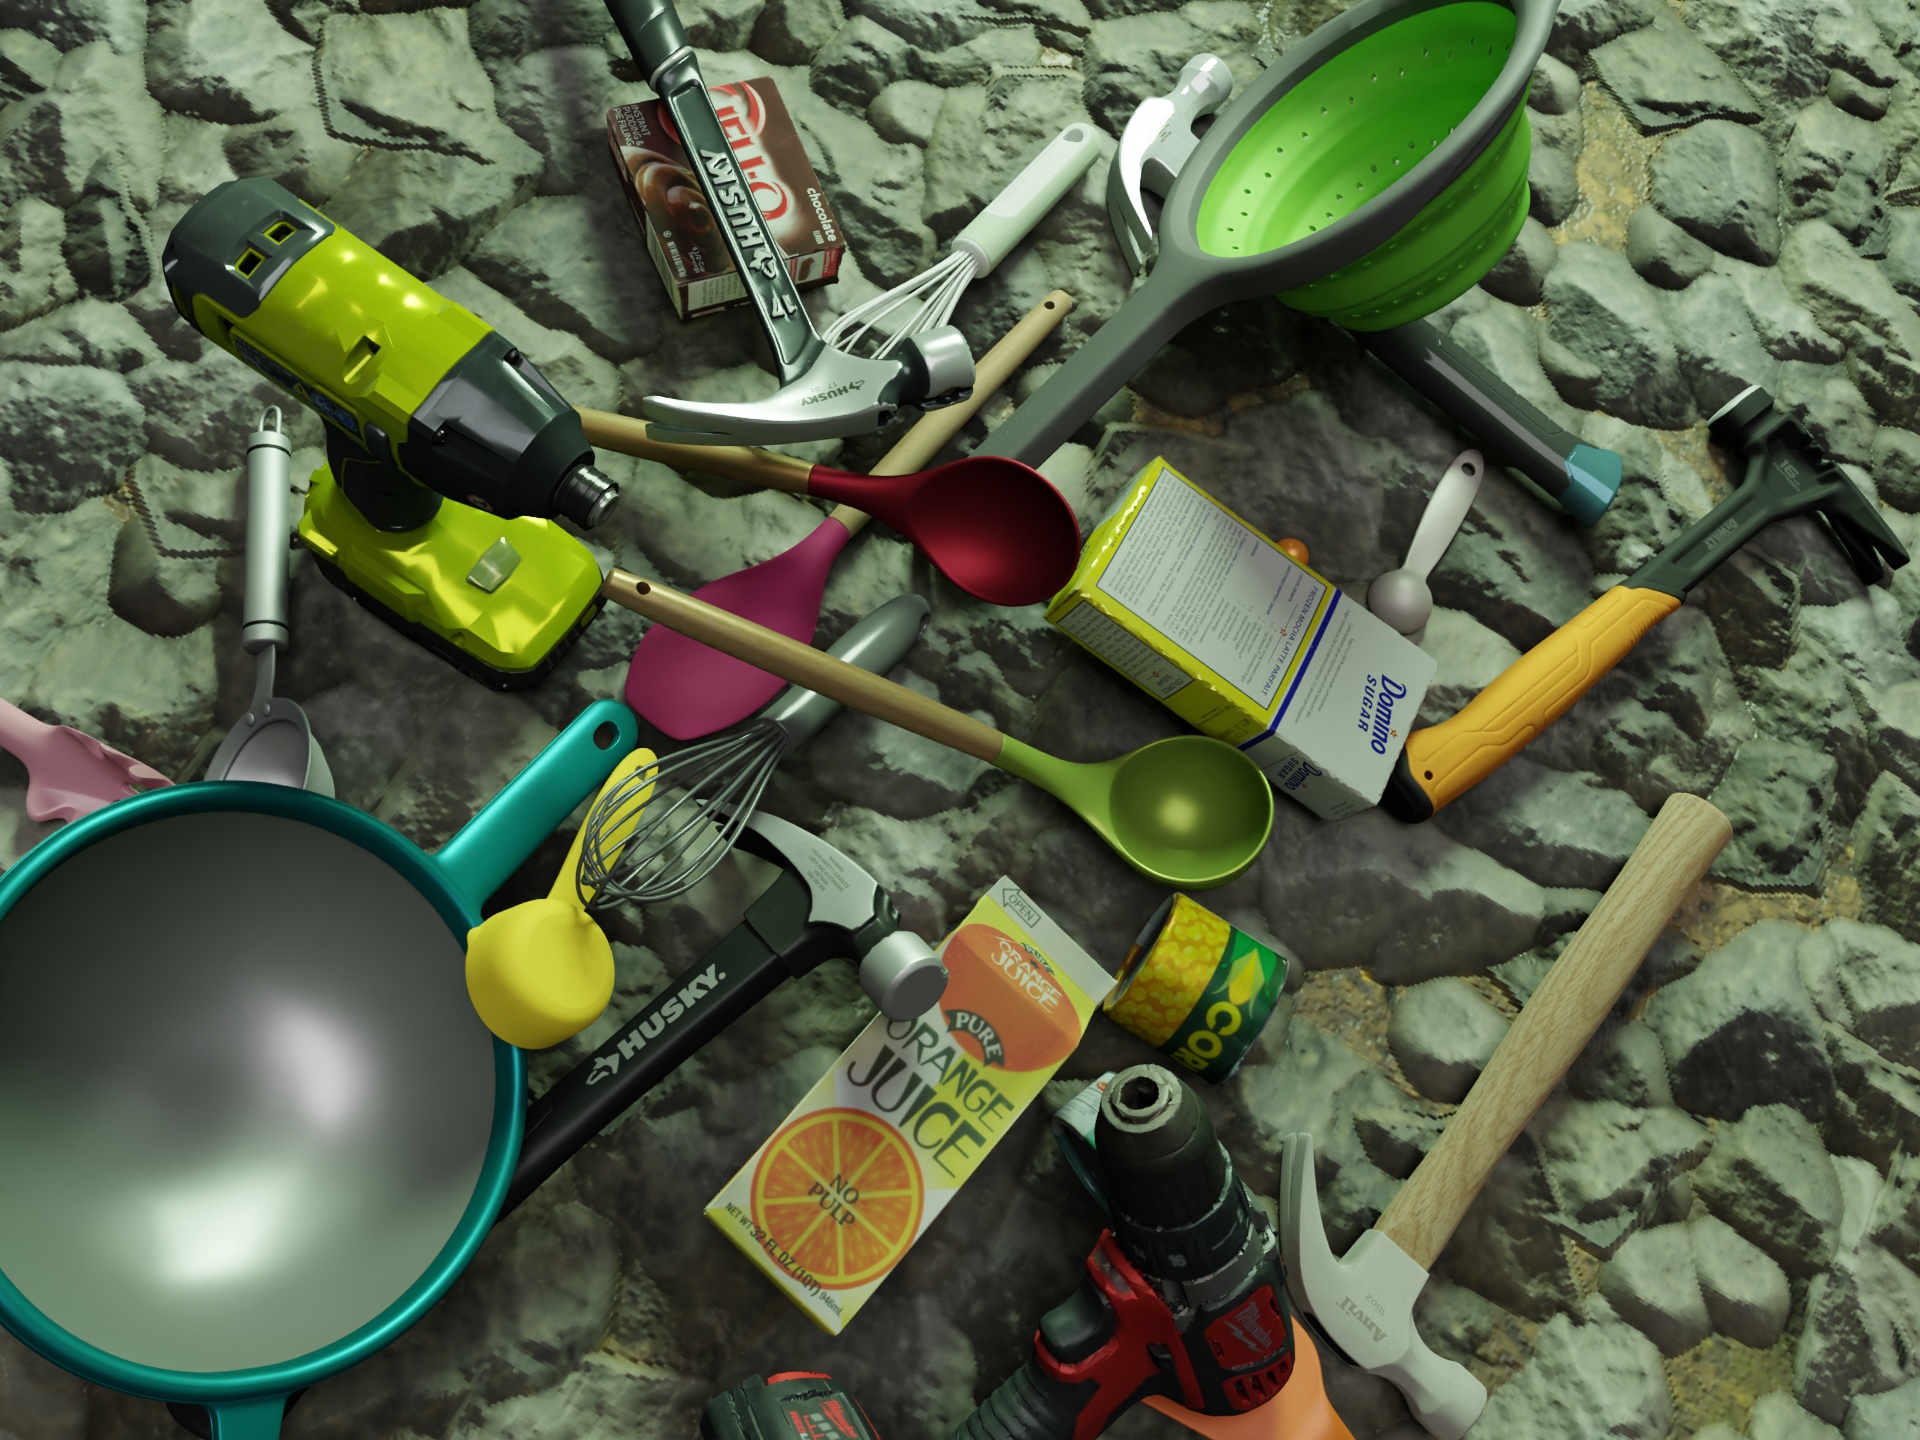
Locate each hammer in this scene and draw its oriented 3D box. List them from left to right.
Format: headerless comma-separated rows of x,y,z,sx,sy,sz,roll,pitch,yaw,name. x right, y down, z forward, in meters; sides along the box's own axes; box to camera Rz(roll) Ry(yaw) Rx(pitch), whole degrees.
-0.171,0.165,0.642,0.335,0.035,0.146,-40,48,-11,hammer
-0.139,-0.302,0.779,0.149,0.036,0.409,-19,69,-15,hammer
0.218,-0.222,0.856,0.331,0.033,0.128,40,70,5,hammer
0.267,0.158,0.749,0.130,0.031,0.331,42,70,4,hammer
0.348,-0.046,0.827,0.337,0.034,0.127,-35,80,-18,hammer

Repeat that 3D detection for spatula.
0.201,0.352,0.680,0.322,0.041,0.081,42,69,0,spatula

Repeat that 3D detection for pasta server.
-0.448,-0.025,0.672,0.316,0.040,0.060,34,102,3,pasta server

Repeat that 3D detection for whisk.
-0.082,0.004,0.693,0.055,0.055,0.239,41,48,4,whisk
0.000,-0.234,0.818,0.058,0.059,0.246,26,63,28,whisk

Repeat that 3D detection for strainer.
-0.302,-0.028,0.698,0.050,0.087,0.259,21,54,-52,strainer
-0.247,0.100,0.624,0.211,0.095,0.340,54,39,-16,strainer

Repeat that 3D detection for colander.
0.145,-0.201,0.775,0.397,0.205,0.094,-44,122,6,colander

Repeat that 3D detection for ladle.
-0.095,-0.118,0.748,0.315,0.031,0.069,15,113,6,ladle
-0.001,-0.002,0.693,0.320,0.062,0.078,23,57,-21,ladle

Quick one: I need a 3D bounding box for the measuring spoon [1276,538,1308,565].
0.176,-0.039,0.805,0.021,0.011,0.117,-3,73,-11,measuring spoon

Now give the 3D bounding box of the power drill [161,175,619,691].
-0.209,-0.097,0.639,0.171,0.223,0.080,34,70,2,power drill

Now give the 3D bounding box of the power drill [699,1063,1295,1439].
0.021,0.240,0.598,0.226,0.187,0.080,-30,38,-12,power drill

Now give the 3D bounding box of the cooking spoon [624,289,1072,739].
-0.044,-0.112,0.782,0.069,0.017,0.319,36,68,14,cooking spoon

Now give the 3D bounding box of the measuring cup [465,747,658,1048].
-0.150,0.064,0.657,0.062,0.029,0.157,46,40,-26,measuring cup

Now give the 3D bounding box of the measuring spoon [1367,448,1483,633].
0.250,-0.099,0.834,0.034,0.018,0.124,31,69,1,measuring spoon
